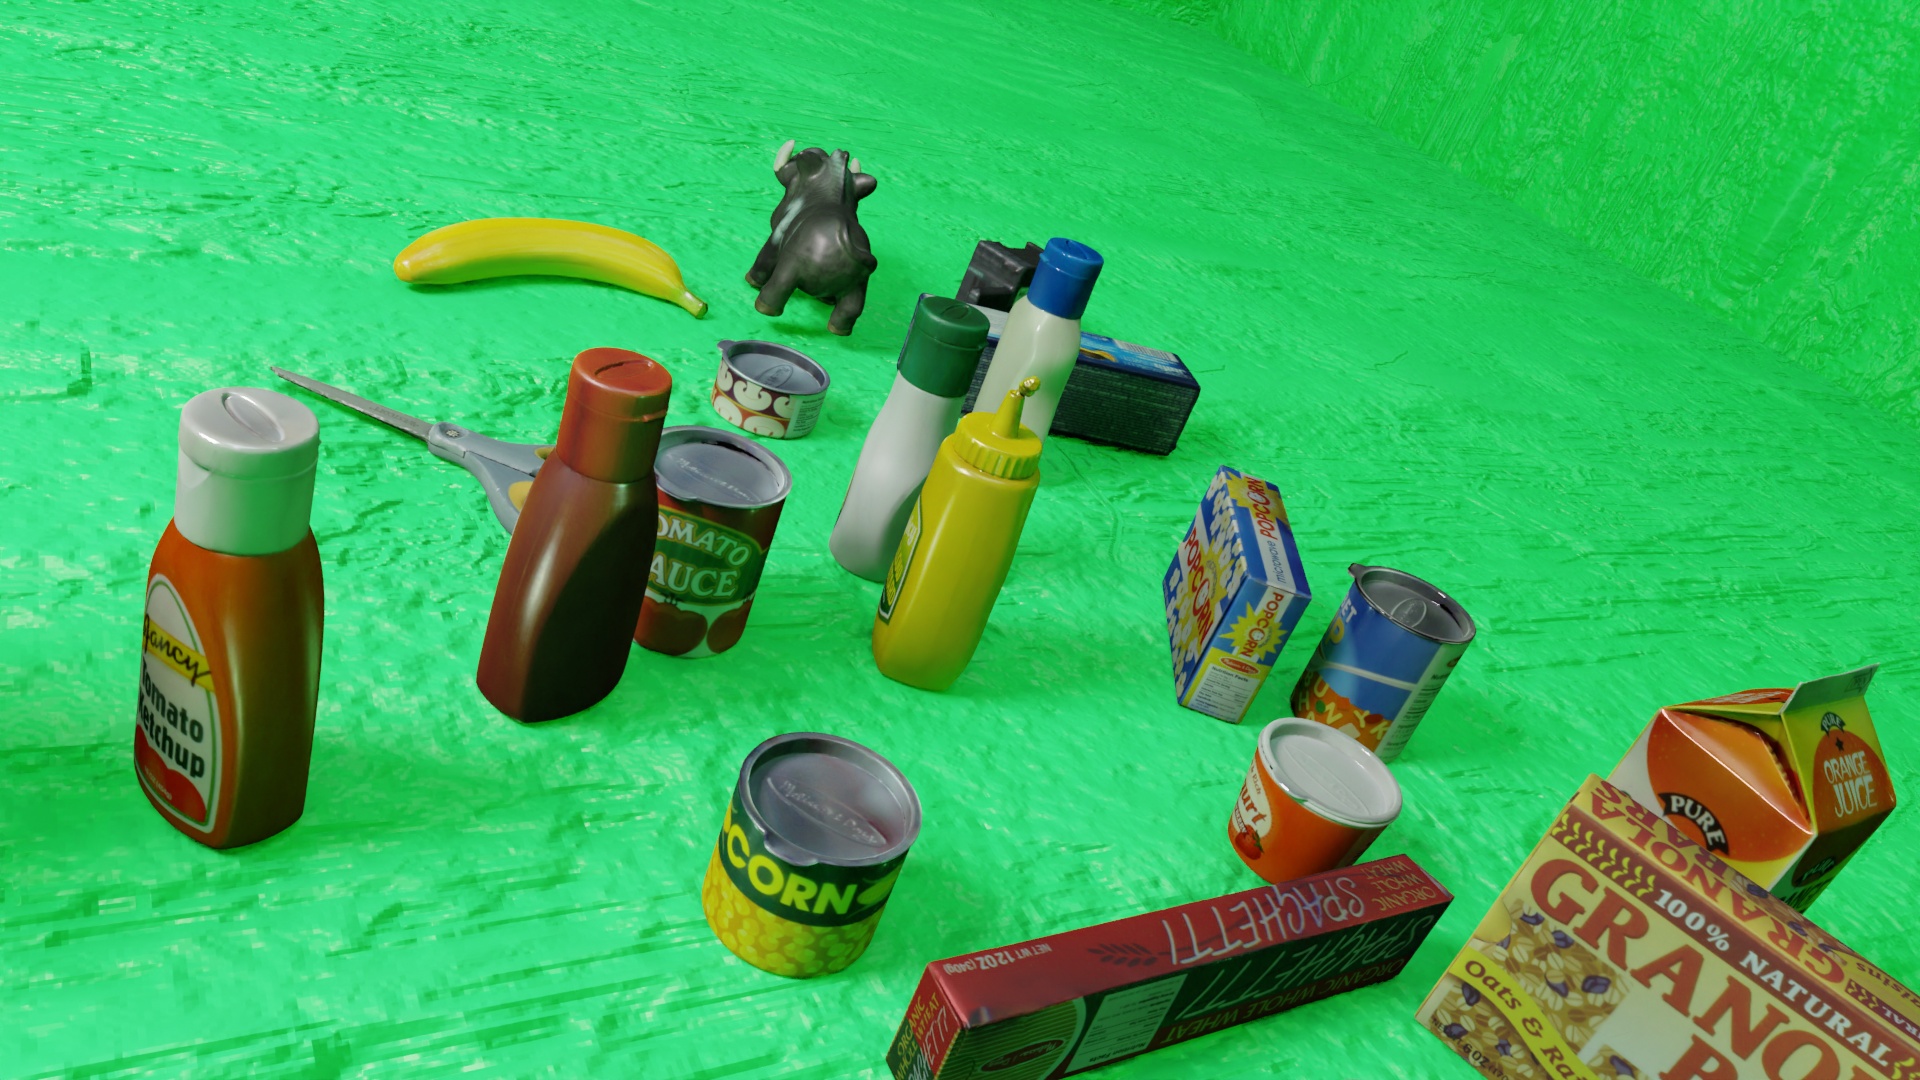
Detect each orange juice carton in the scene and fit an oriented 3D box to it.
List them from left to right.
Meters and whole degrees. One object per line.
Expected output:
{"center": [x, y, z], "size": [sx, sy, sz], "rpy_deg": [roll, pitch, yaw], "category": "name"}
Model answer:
{"center": [0.302, 0.128, 0.568], "size": [0.072, 0.191, 0.073], "rpy_deg": [-1, 36, -36], "category": "orange juice carton"}

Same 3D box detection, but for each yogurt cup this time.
{"center": [0.156, 0.121, 0.626], "size": [0.072, 0.053, 0.073], "rpy_deg": [16, 29, -9], "category": "yogurt cup"}

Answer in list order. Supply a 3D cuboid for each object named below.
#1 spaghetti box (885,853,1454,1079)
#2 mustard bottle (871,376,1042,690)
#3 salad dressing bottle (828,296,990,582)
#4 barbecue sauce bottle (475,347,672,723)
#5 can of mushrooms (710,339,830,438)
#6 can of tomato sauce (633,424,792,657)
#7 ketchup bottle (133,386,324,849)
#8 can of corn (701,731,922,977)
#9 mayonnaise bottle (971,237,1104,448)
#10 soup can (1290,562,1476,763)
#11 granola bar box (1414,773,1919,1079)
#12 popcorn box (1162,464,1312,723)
{"center": [0.089, 0.160, 0.518], "size": [0.251, 0.050, 0.029], "rpy_deg": [-1, 36, -35], "category": "spaghetti box"}
{"center": [0.002, -0.008, 0.634], "size": [0.049, 0.159, 0.065], "rpy_deg": [15, 29, -11], "category": "mustard bottle"}
{"center": [-0.025, -0.050, 0.701], "size": [0.044, 0.147, 0.064], "rpy_deg": [28, 29, 13], "category": "salad dressing bottle"}
{"center": [-0.145, -0.001, 0.536], "size": [0.044, 0.147, 0.065], "rpy_deg": [32, 30, 20], "category": "barbecue sauce bottle"}
{"center": [-0.116, -0.092, 0.831], "size": [0.071, 0.033, 0.071], "rpy_deg": [16, 29, -9], "category": "can of mushrooms"}
{"center": [-0.118, 0.001, 0.617], "size": [0.071, 0.082, 0.071], "rpy_deg": [16, 29, -9], "category": "can of tomato sauce"}
{"center": [-0.228, 0.024, 0.436], "size": [0.065, 0.148, 0.044], "rpy_deg": [35, 31, 24], "category": "ketchup bottle"}
{"center": [-0.055, 0.113, 0.494], "size": [0.071, 0.058, 0.071], "rpy_deg": [16, 29, -9], "category": "can of corn"}
{"center": [0.045, -0.111, 0.853], "size": [0.041, 0.147, 0.065], "rpy_deg": [8, 31, -24], "category": "mayonnaise bottle"}
{"center": [0.220, 0.064, 0.736], "size": [0.071, 0.083, 0.072], "rpy_deg": [16, 29, -9], "category": "soup can"}
{"center": [0.273, 0.188, 0.517], "size": [0.166, 0.123, 0.039], "rpy_deg": [38, 32, 28], "category": "granola bar box"}
{"center": [0.145, 0.026, 0.749], "size": [0.038, 0.084, 0.127], "rpy_deg": [18, 29, -6], "category": "popcorn box"}
